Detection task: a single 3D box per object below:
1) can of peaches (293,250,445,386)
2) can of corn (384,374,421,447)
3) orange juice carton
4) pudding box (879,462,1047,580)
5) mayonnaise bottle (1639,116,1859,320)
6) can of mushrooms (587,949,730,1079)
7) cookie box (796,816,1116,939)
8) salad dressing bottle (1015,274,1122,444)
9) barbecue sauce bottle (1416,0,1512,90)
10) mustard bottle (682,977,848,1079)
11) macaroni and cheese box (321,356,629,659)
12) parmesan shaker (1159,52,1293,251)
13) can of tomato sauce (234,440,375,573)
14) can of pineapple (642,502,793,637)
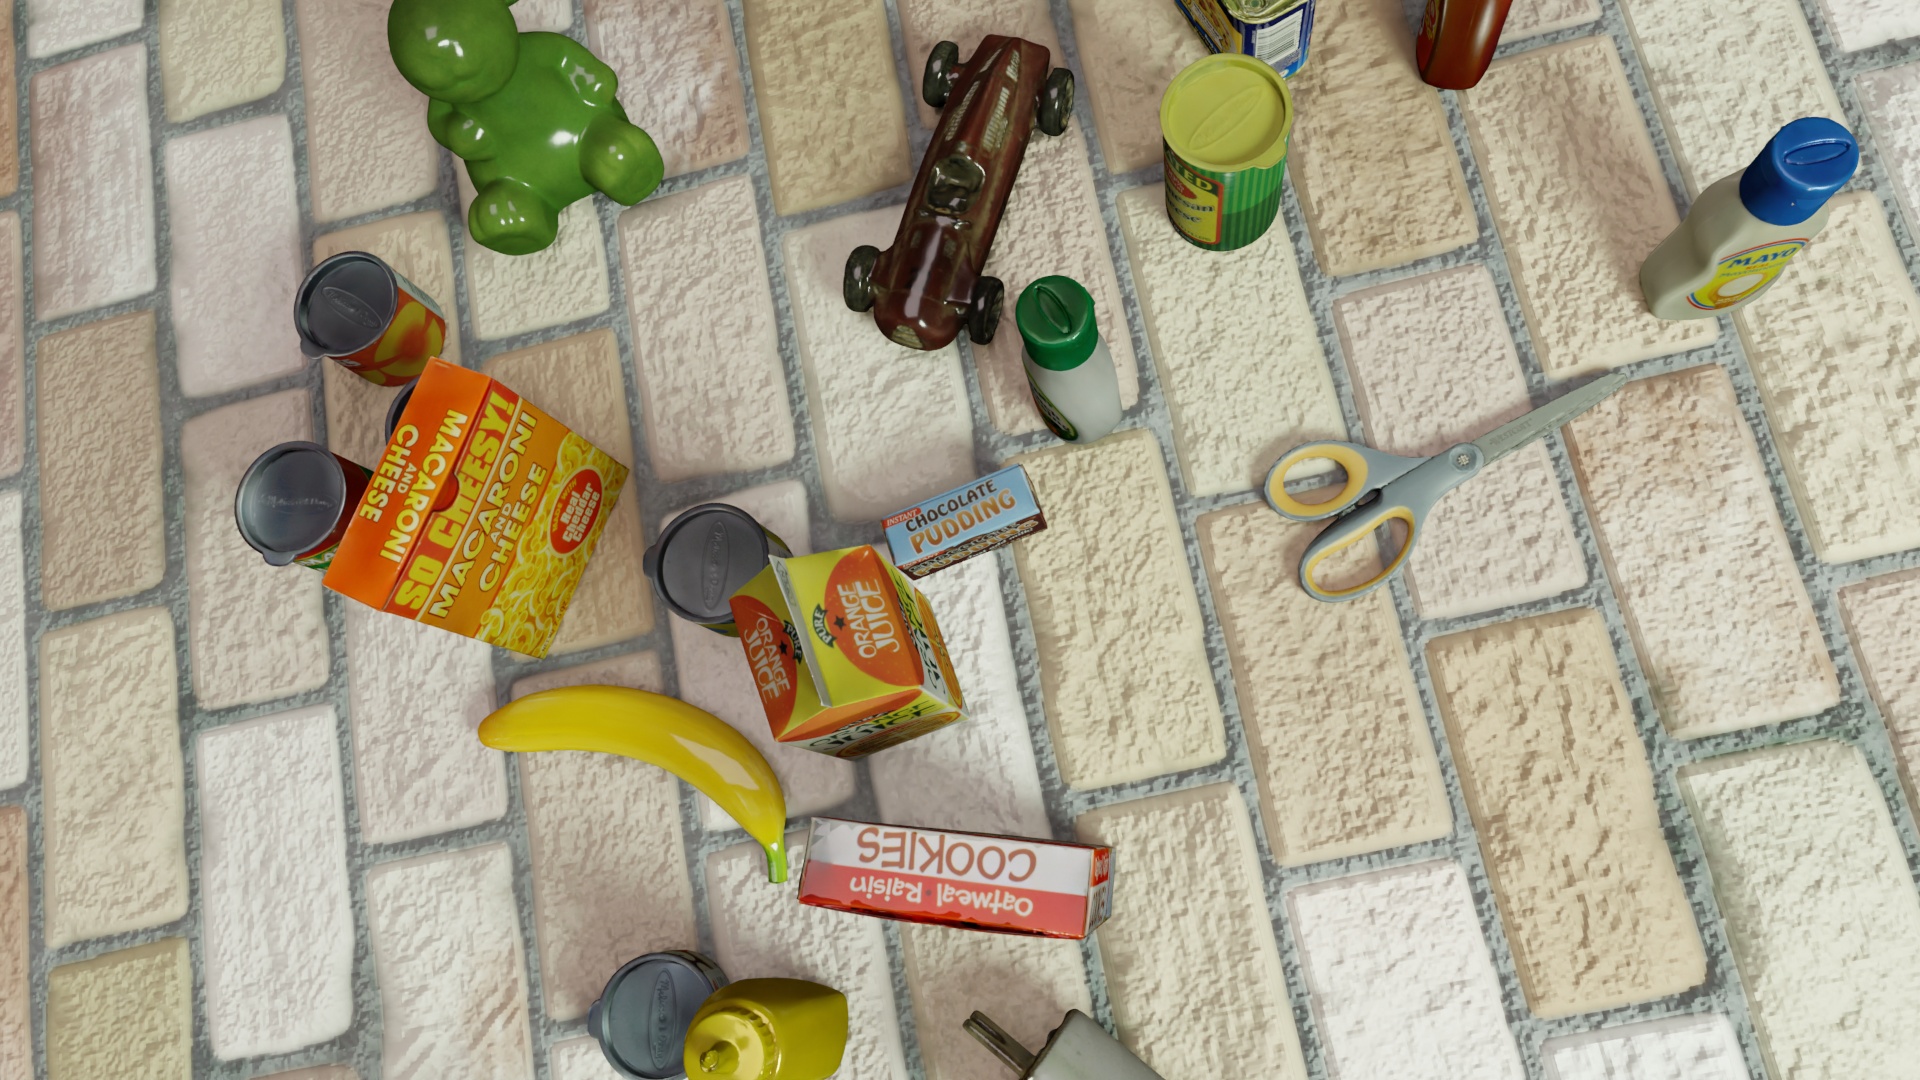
[{"bbox_3d":[-0.356,-0.130,0.837,0.071,0.058,0.071,-2,77,9],"label":"can of peaches"},{"bbox_3d":[-0.289,-0.057,0.809,0.071,0.058,0.071,-2,77,9],"label":"can of corn"},{"bbox_3d":[-0.054,0.057,0.674,0.073,0.192,0.072,-21,75,4],"label":"orange juice carton"},{"bbox_3d":[0.003,-0.009,0.754,0.084,0.049,0.030,-21,75,4],"label":"pudding box"},{"bbox_3d":[0.383,-0.153,0.674,0.065,0.148,0.041,-11,76,7],"label":"mayonnaise bottle"},{"bbox_3d":[-0.156,0.249,0.728,0.071,0.033,0.071,-2,77,9],"label":"can of mushrooms"},{"bbox_3d":[0.006,0.158,0.653,0.123,0.167,0.040,4,78,10],"label":"cookie box"},{"bbox_3d":[0.055,-0.092,0.714,0.044,0.147,0.064,-33,74,1],"label":"salad dressing bottle"},{"bbox_3d":[0.272,-0.300,0.727,0.044,0.148,0.065,10,79,11],"label":"barbecue sauce bottle"},{"bbox_3d":[-0.097,0.237,0.656,0.065,0.160,0.049,3,78,10],"label":"mustard bottle"},{"bbox_3d":[-0.247,-0.011,0.735,0.040,0.166,0.124,20,81,13],"label":"macaroni and cheese box"},{"bbox_3d":[0.144,-0.204,0.749,0.071,0.103,0.071,-2,77,9],"label":"parmesan shaker"},{"bbox_3d":[-0.359,-0.012,0.797,0.071,0.083,0.071,-2,77,9],"label":"can of tomato sauce"},{"bbox_3d":[-0.130,0.017,0.766,0.071,0.057,0.071,-2,77,9],"label":"can of pineapple"}]
